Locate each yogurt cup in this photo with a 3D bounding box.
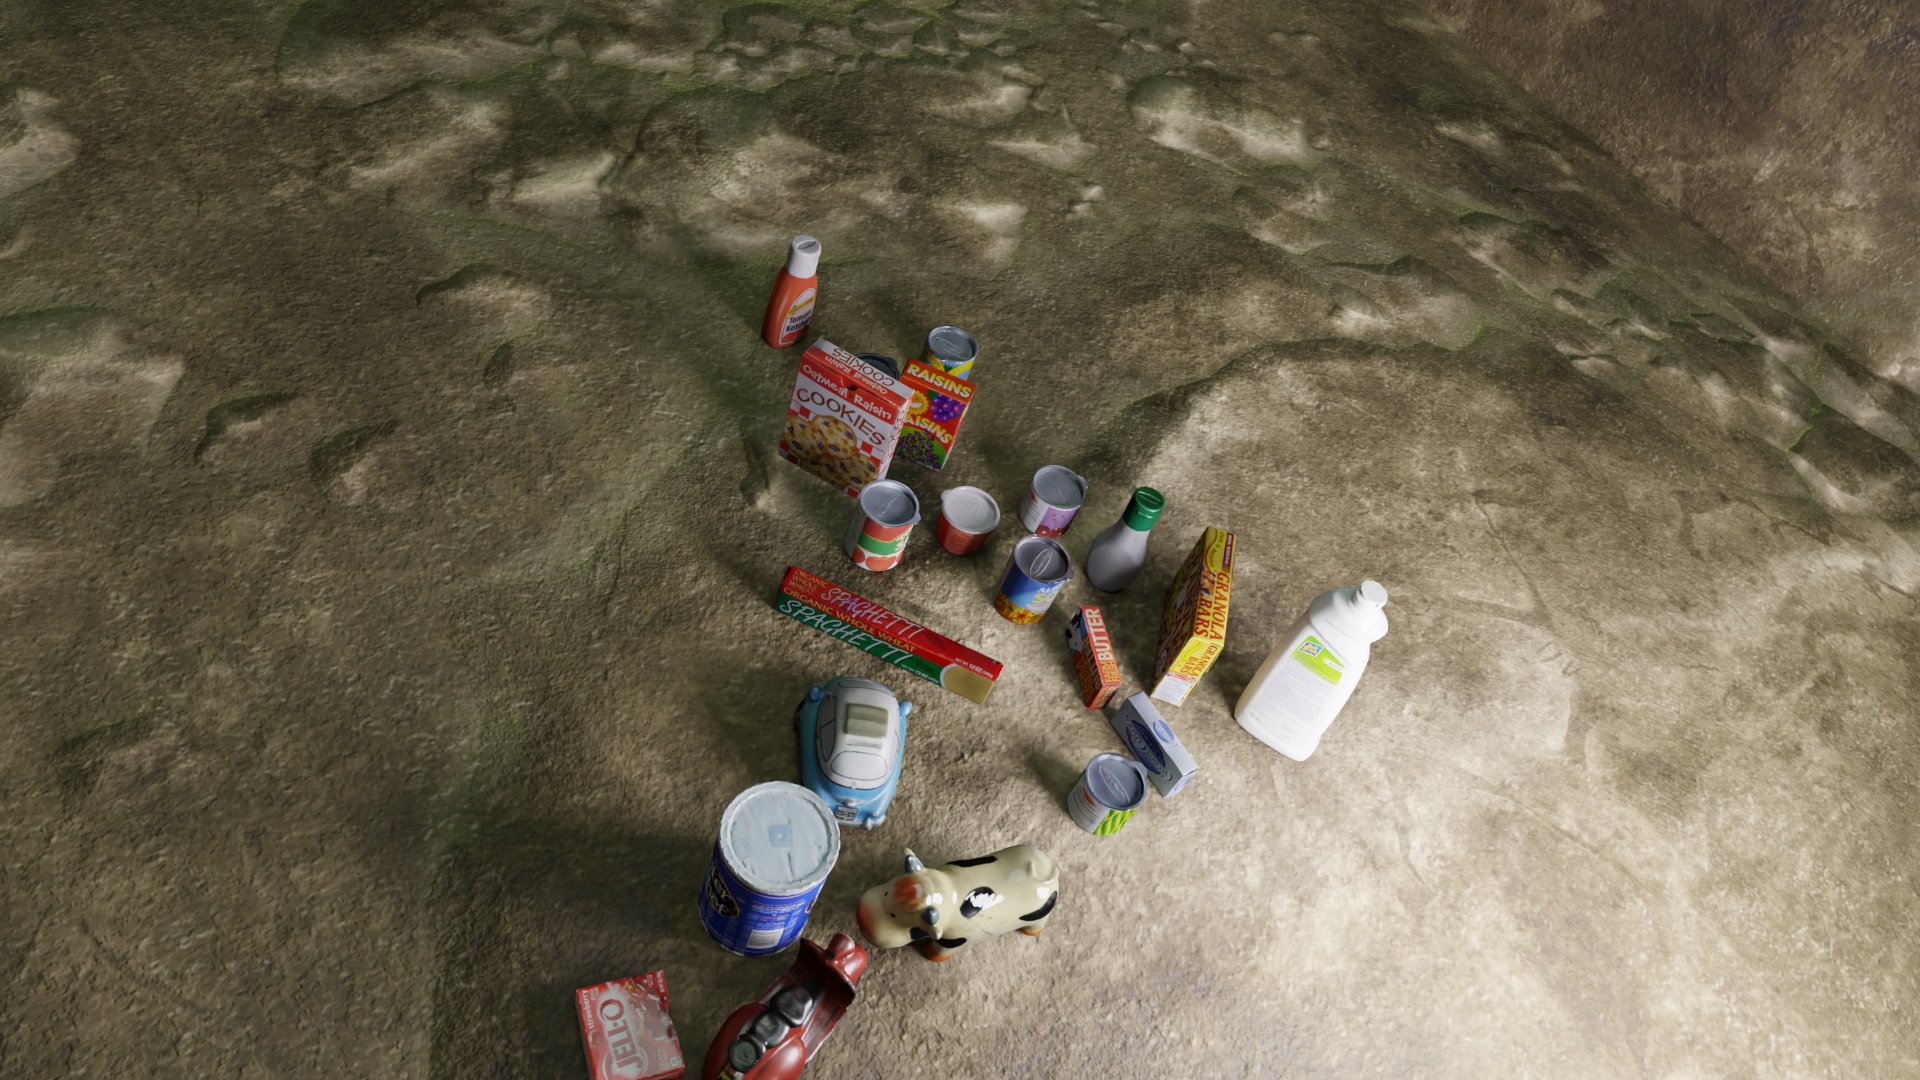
[{"bbox_3d":[0.006,-0.020,1.588,0.072,0.053,0.073,10,50,-12],"label":"yogurt cup"}]

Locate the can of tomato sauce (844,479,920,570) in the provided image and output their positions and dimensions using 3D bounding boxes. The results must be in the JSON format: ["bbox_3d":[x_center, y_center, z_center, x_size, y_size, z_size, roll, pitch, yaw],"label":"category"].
[{"bbox_3d":[-0.086,-0.015,1.532,0.071,0.082,0.071,10,50,-12],"label":"can of tomato sauce"}]

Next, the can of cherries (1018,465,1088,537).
[{"bbox_3d":[0.111,-0.046,1.643,0.071,0.058,0.072,10,50,-12],"label":"can of cherries"}]

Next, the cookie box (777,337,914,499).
[{"bbox_3d":[-0.131,-0.131,1.555,0.123,0.166,0.040,30,49,6],"label":"cookie box"}]

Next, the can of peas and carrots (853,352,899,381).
[{"bbox_3d":[-0.110,-0.185,1.679,0.071,0.058,0.071,10,50,-12],"label":"can of peas and carrots"}]

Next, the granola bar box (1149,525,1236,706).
[{"bbox_3d":[0.260,0.084,1.546,0.039,0.123,0.166,20,48,-3],"label":"granola bar box"}]

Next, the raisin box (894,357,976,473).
[{"bbox_3d":[-0.041,-0.146,1.629,0.086,0.122,0.040,24,48,0],"label":"raisin box"}]

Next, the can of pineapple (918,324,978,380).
[{"bbox_3d":[-0.019,-0.228,1.747,0.071,0.057,0.071,10,50,-12],"label":"can of pineapple"}]

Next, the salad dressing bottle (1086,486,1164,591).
[{"bbox_3d":[0.189,-0.001,1.575,0.064,0.146,0.044,27,48,3],"label":"salad dressing bottle"}]

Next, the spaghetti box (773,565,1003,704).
[{"bbox_3d":[-0.078,0.100,1.462,0.250,0.049,0.029,25,48,1],"label":"spaghetti box"}]

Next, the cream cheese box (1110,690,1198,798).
[{"bbox_3d":[0.204,0.215,1.465,0.024,0.053,0.104,-19,60,-31],"label":"cream cheese box"}]

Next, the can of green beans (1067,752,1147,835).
[{"bbox_3d":[0.148,0.257,1.407,0.071,0.057,0.071,10,50,-12],"label":"can of green beans"}]

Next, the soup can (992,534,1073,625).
[{"bbox_3d":[0.080,0.046,1.540,0.071,0.083,0.072,10,50,-12],"label":"soup can"}]

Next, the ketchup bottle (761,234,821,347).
[{"bbox_3d":[-0.201,-0.303,1.683,0.043,0.148,0.065,44,51,17],"label":"ketchup bottle"}]

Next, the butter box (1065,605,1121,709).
[{"bbox_3d":[0.145,0.128,1.516,0.024,0.052,0.104,0,52,-19],"label":"butter box"}]
